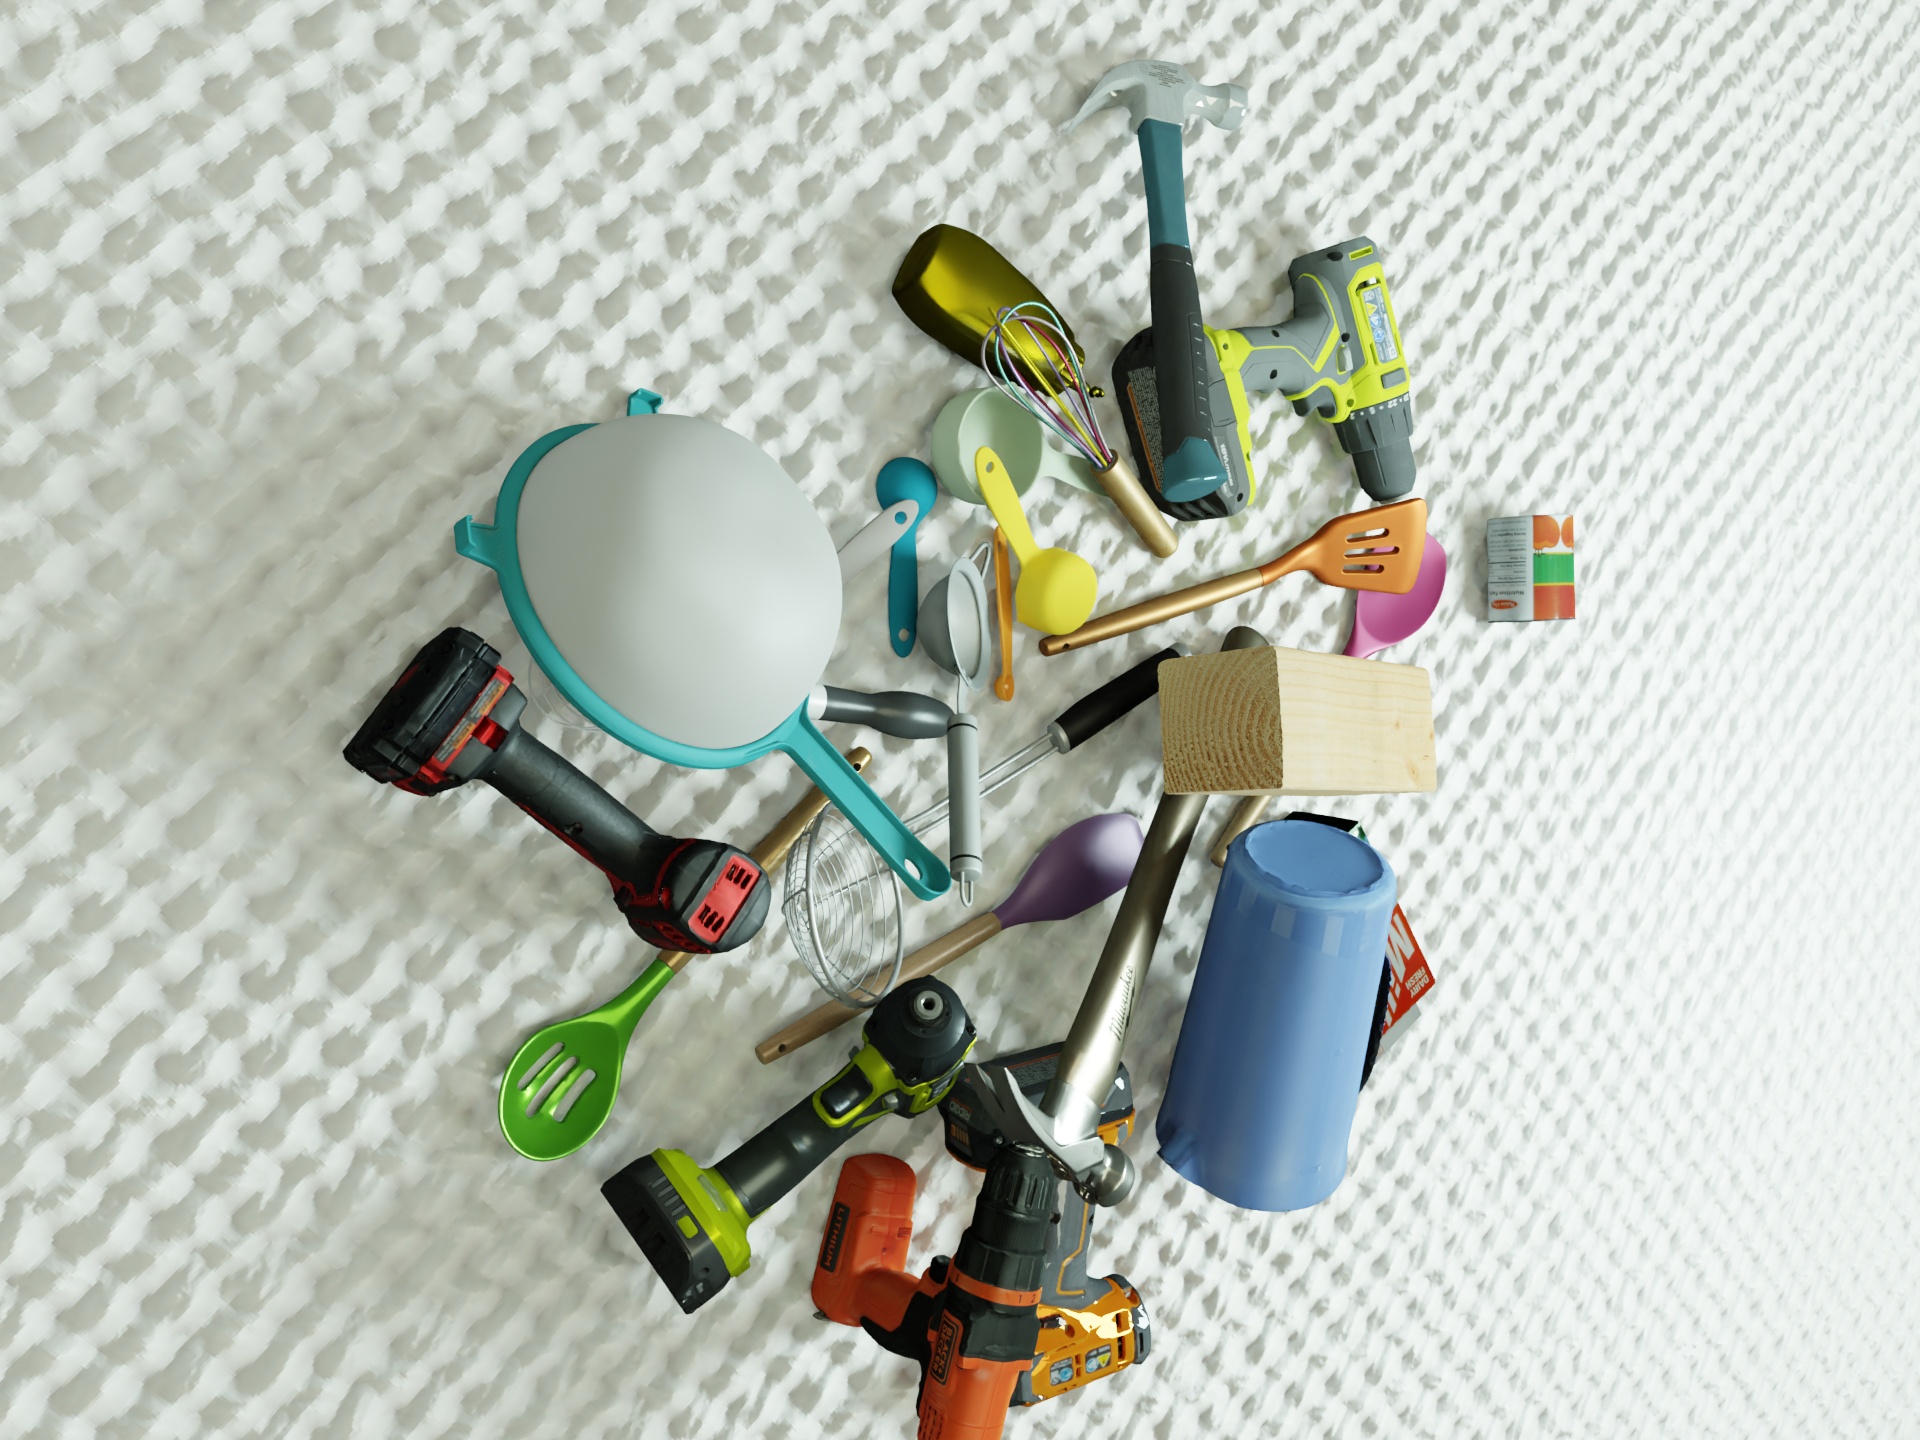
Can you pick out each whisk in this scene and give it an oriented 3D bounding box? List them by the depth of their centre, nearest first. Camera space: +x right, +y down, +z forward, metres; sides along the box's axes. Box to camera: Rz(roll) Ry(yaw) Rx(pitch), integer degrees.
[{"bbox_3d":[-0.120,-0.017,0.950,0.284,0.070,0.070,8,89,-35],"label":"whisk"},{"bbox_3d":[0.083,-0.184,1.032,0.051,0.047,0.244,-56,135,-10],"label":"whisk"}]

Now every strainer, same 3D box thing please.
[{"bbox_3d":[-0.095,-0.040,0.869,0.340,0.095,0.211,49,37,-13],"label":"strainer"},{"bbox_3d":[-0.002,-0.003,0.975,0.086,0.050,0.259,58,25,-53],"label":"strainer"}]

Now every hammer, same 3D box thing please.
[{"bbox_3d":[0.138,-0.290,1.026,0.128,0.033,0.331,6,67,-19],"label":"hammer"},{"bbox_3d":[0.123,0.095,1.035,0.146,0.038,0.411,49,53,-34],"label":"hammer"}]

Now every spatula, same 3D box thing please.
[{"bbox_3d":[0.002,0.142,1.046,0.316,0.018,0.059,-27,104,-27],"label":"spatula"},{"bbox_3d":[0.198,-0.092,1.131,0.322,0.041,0.081,-19,128,-25],"label":"spatula"}]

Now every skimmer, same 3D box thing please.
[{"bbox_3d":[0.035,0.047,1.017,0.363,0.090,0.127,-32,116,-25],"label":"skimmer"}]

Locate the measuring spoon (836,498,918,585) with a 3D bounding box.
[{"bbox_3d":[-0.070,-0.094,0.982,0.124,0.018,0.034,-43,112,-10],"label":"measuring spoon"}]

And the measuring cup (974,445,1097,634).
[{"bbox_3d":[0.048,-0.114,1.021,0.062,0.029,0.156,-48,137,-17],"label":"measuring cup"}]

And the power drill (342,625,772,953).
[{"bbox_3d":[-0.213,0.050,0.857,0.219,0.143,0.078,39,70,-19],"label":"power drill"}]

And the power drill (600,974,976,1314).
[{"bbox_3d":[-0.090,0.235,0.919,0.223,0.171,0.080,-35,73,-20],"label":"power drill"}]

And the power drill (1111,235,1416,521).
[{"bbox_3d":[0.231,-0.223,1.125,0.228,0.080,0.190,-25,105,-29],"label":"power drill"}]

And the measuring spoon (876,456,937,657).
[{"bbox_3d":[-0.032,-0.104,1.011,0.042,0.021,0.128,0,92,-30],"label":"measuring spoon"}]

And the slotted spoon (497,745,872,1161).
[{"bbox_3d":[-0.157,0.129,0.951,0.314,0.031,0.070,-48,114,-21],"label":"slotted spoon"}]

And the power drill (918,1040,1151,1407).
[{"bbox_3d":[0.042,0.341,1.046,0.164,0.084,0.226,-9,101,-28],"label":"power drill"}]

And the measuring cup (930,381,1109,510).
[{"bbox_3d":[0.047,-0.171,1.051,0.167,0.038,0.083,9,91,-44],"label":"measuring cup"}]

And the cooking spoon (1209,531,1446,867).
[{"bbox_3d":[0.275,-0.020,1.192,0.068,0.017,0.319,39,73,-11],"label":"cooking spoon"}]

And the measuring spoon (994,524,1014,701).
[{"bbox_3d":[0.026,-0.071,1.053,0.021,0.011,0.117,-9,96,-66],"label":"measuring spoon"}]
